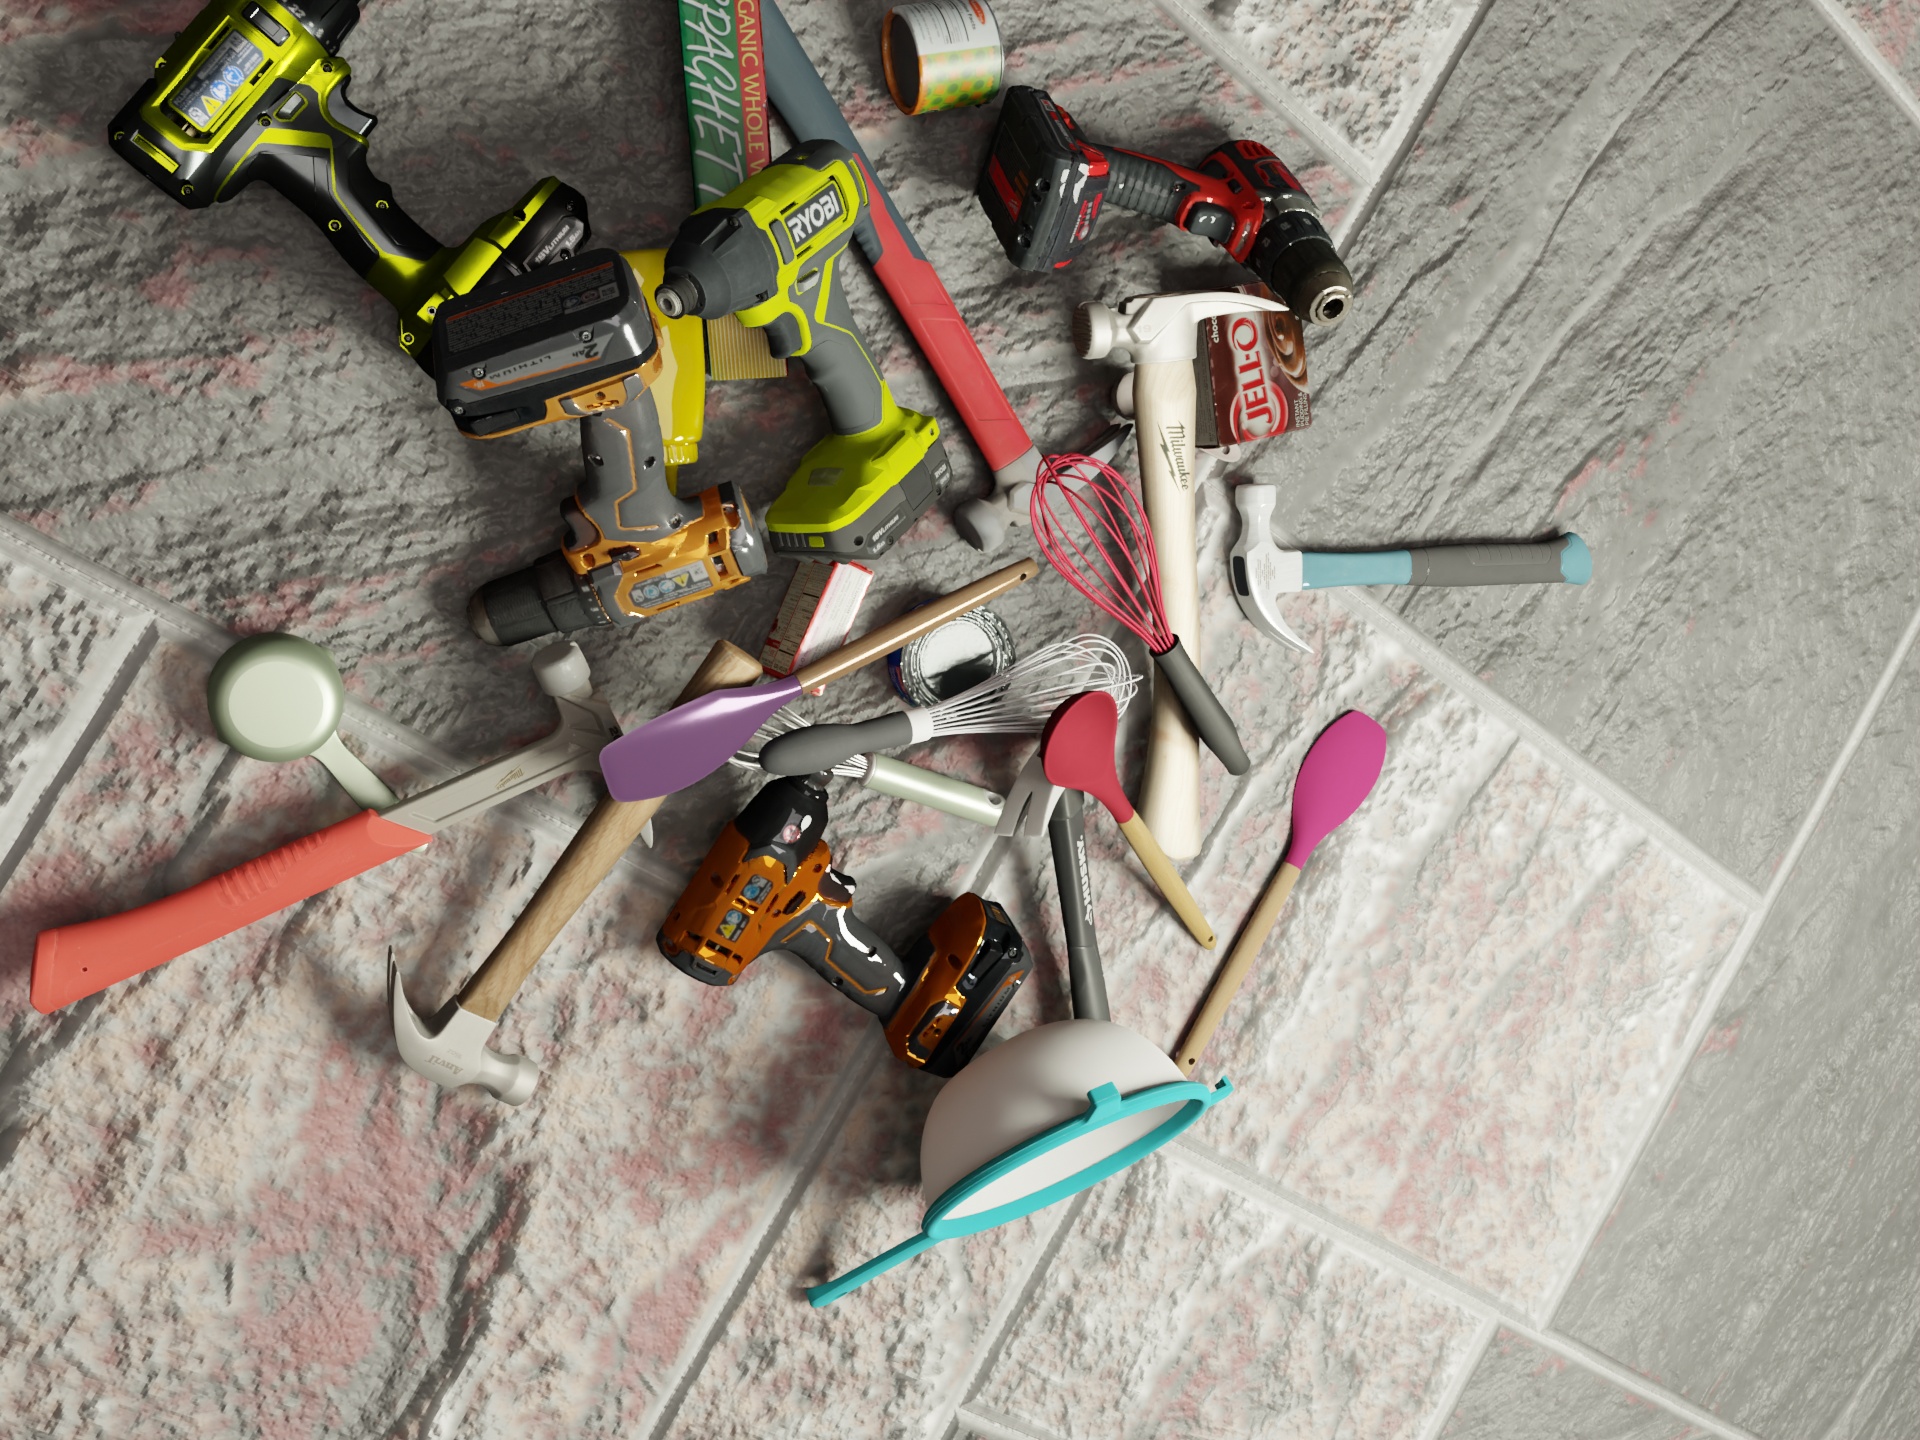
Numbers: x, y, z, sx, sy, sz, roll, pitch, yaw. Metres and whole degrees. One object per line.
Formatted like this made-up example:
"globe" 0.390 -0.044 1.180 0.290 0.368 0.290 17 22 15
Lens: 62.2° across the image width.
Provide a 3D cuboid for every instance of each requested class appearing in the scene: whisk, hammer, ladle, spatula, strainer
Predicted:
"whisk" 0.130 -0.066 1.080 0.073 0.073 0.295 -43 121 -11
"hammer" 0.160 -0.094 1.132 0.146 0.038 0.410 -9 110 -15
"ladle" 0.127 0.081 1.127 0.069 0.031 0.315 -46 134 -11
"hammer" 0.087 0.174 1.149 0.146 0.035 0.334 -40 126 -56
"whisk" -0.072 0.032 1.087 0.246 0.058 0.059 19 125 -27
"spatula" -0.081 -0.032 1.001 0.316 0.018 0.059 -29 134 -21
"hammer" 0.358 -0.122 1.243 0.331 0.033 0.128 -4 99 -22
"whisk" -0.002 -0.003 1.053 0.284 0.070 0.070 -13 103 -27
"strainer" 0.008 0.295 1.096 0.340 0.095 0.210 -36 154 22
"hammer" -0.368 0.086 0.956 0.359 0.037 0.149 -26 123 -16
"hammer" -0.028 -0.309 1.050 0.143 0.038 0.386 -38 110 -14
"hammer" -0.236 0.088 0.990 0.129 0.031 0.331 35 93 -37

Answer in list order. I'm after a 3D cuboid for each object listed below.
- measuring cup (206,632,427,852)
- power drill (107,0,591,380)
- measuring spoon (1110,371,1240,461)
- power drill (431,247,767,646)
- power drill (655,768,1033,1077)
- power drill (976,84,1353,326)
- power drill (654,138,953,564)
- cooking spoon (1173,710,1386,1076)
"measuring cup" -0.379 0.021 0.956 0.083 0.038 0.167 -42 110 -11
"power drill" -0.327 -0.323 0.903 0.228 0.080 0.190 40 83 -20
"measuring spoon" 0.156 -0.216 1.157 0.124 0.018 0.034 22 84 -31
"power drill" -0.229 -0.140 0.923 0.185 0.084 0.226 -19 140 -1
"power drill" -0.067 0.131 1.070 0.226 0.084 0.164 29 100 -22
"power drill" 0.140 -0.330 1.044 0.226 0.188 0.080 2 134 -21
"power drill" -0.094 -0.213 0.964 0.171 0.080 0.223 -51 133 -39
"cooking spoon" 0.248 0.137 1.246 0.068 0.017 0.319 32 85 -23
